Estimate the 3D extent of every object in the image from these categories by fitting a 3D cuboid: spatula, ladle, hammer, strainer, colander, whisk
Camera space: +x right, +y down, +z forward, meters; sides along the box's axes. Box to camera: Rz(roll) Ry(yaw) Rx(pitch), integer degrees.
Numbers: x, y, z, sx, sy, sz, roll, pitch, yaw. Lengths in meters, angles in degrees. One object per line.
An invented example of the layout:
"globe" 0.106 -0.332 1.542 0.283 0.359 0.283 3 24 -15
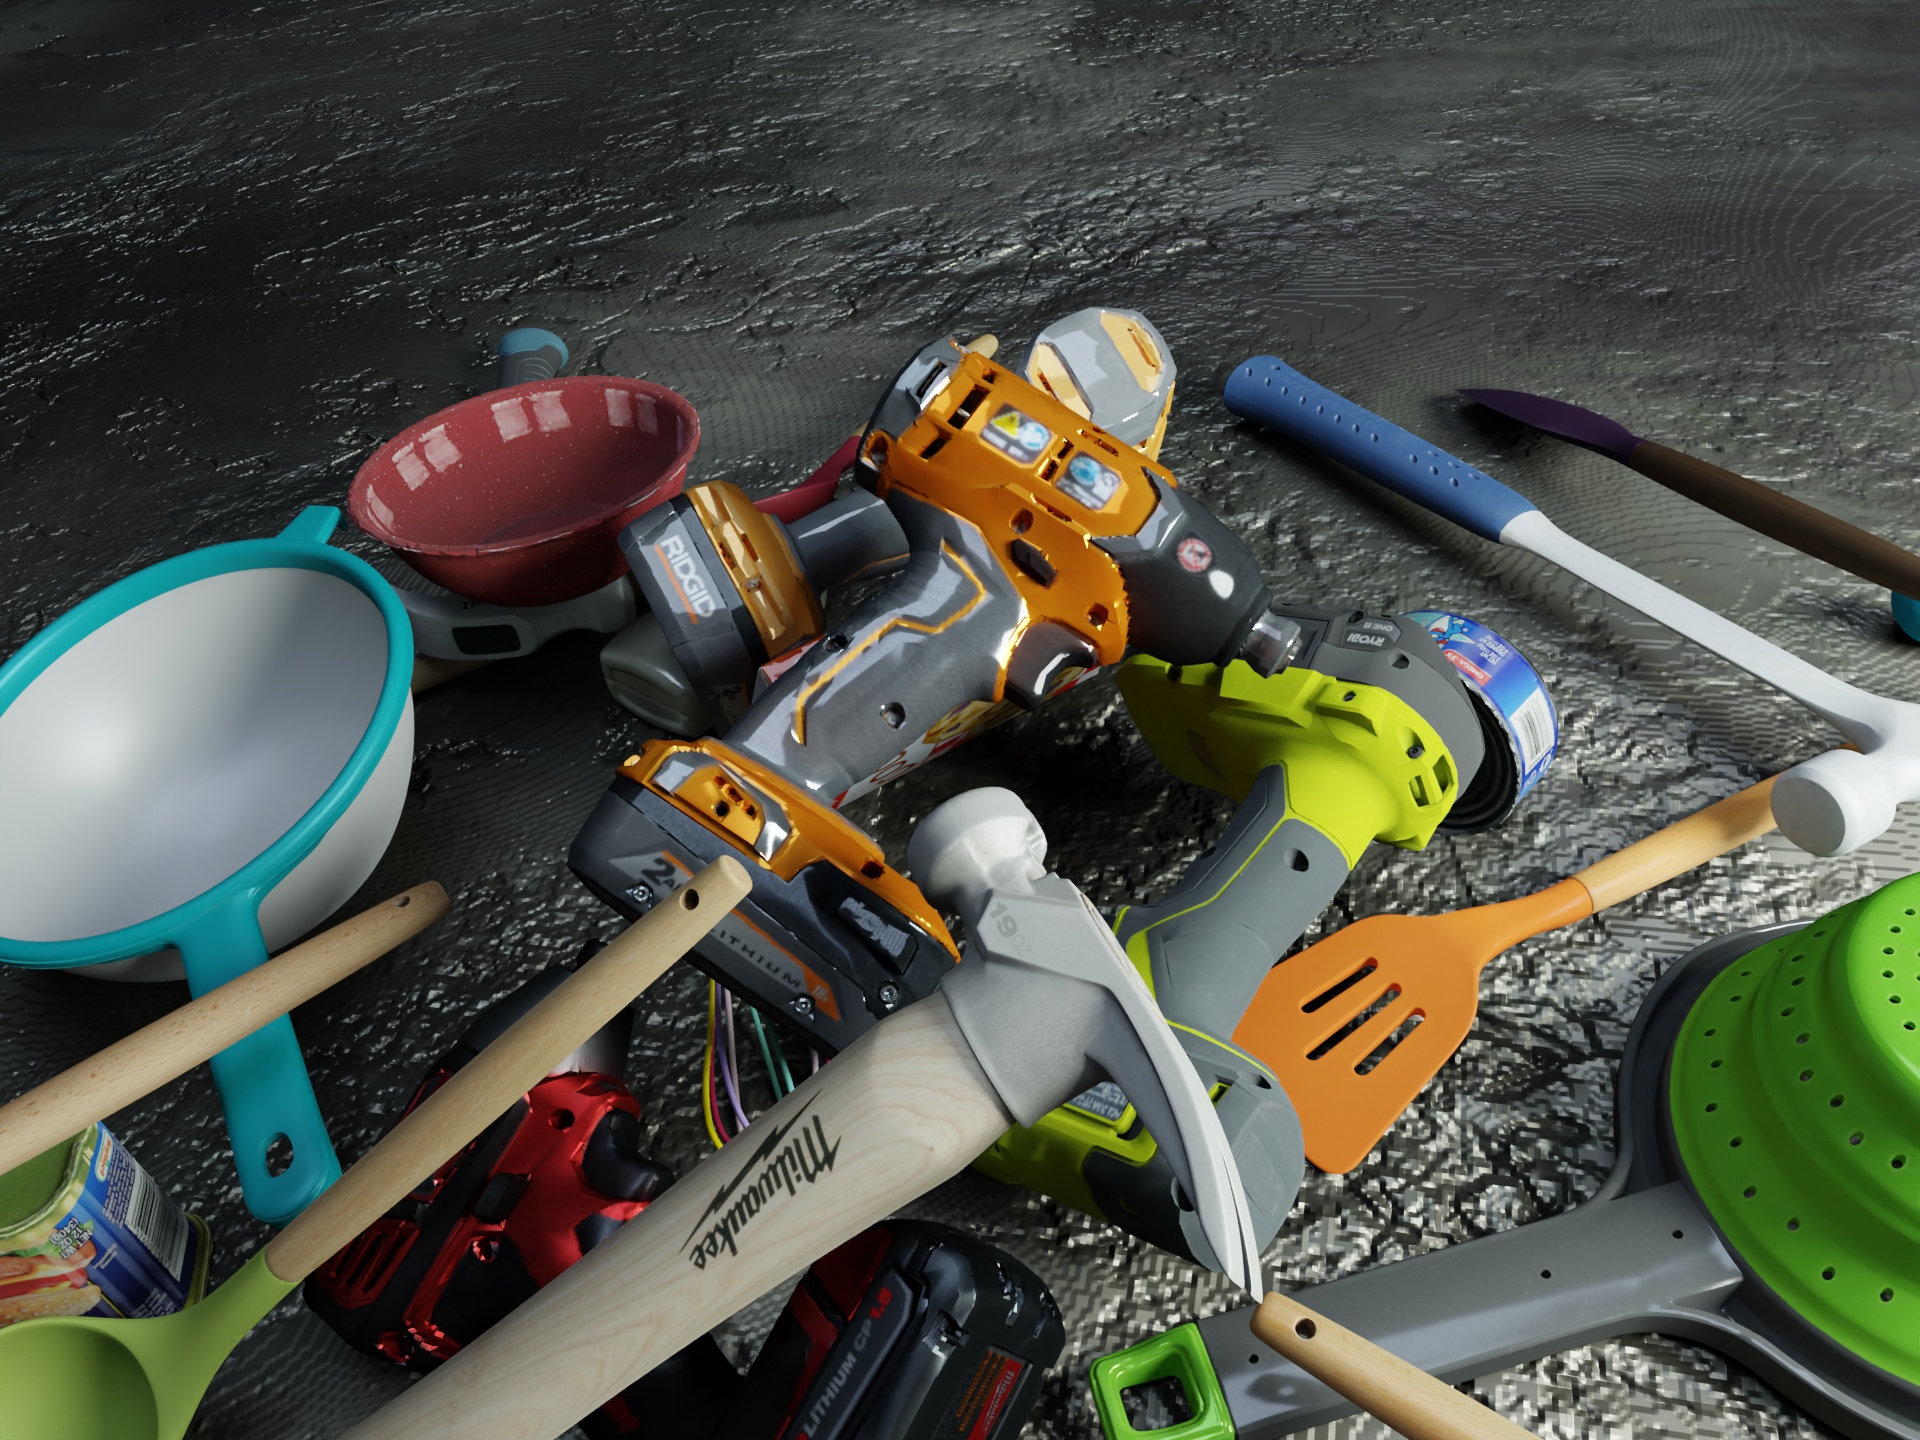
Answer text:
"spatula" 0.320 -0.110 0.704 0.059 0.018 0.316 0 25 -14
"ladle" -0.043 -0.150 0.822 0.069 0.031 0.315 -15 21 32
"spatula" -0.296 0.139 0.477 0.317 0.044 0.082 -31 46 -28
"spatula" 0.244 0.062 0.585 0.322 0.041 0.081 -21 43 -18
"hammer" -0.242 -0.135 0.866 0.128 0.033 0.331 -11 38 -3
"hammer" -0.121 0.186 0.408 0.410 0.038 0.146 -35 52 3
"strainer" -0.279 0.069 0.627 0.211 0.095 0.341 -30 52 -9
"hammer" 0.263 -0.082 0.710 0.144 0.035 0.406 -21 39 -22
"colander" 0.228 0.130 0.458 0.397 0.094 0.205 -14 42 -5
"whisk" -0.091 0.083 0.611 0.047 0.051 0.245 -23 40 -6
"ladle" -0.185 0.142 0.457 0.320 0.062 0.078 -40 69 10

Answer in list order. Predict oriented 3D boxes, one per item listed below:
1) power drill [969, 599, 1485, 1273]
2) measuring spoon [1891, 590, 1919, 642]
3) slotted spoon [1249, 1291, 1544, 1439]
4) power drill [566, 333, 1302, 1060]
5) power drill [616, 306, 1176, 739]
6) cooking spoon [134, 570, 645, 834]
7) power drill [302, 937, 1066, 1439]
"power drill" 0.070 0.061 0.556 0.171 0.080 0.223 11 54 42
"measuring spoon" 0.389 -0.056 0.619 0.021 0.128 0.042 -45 65 0
"slotted spoon" 0.210 0.226 0.376 0.314 0.031 0.070 26 56 25
"power drill" -0.001 -0.002 0.523 0.164 0.084 0.226 33 74 8
"power drill" -0.018 -0.074 0.686 0.226 0.185 0.084 -27 75 -7
"cooking spoon" -0.260 -0.023 0.775 0.319 0.017 0.069 -25 53 -16
"power drill" -0.088 0.161 0.476 0.220 0.078 0.143 21 72 32
